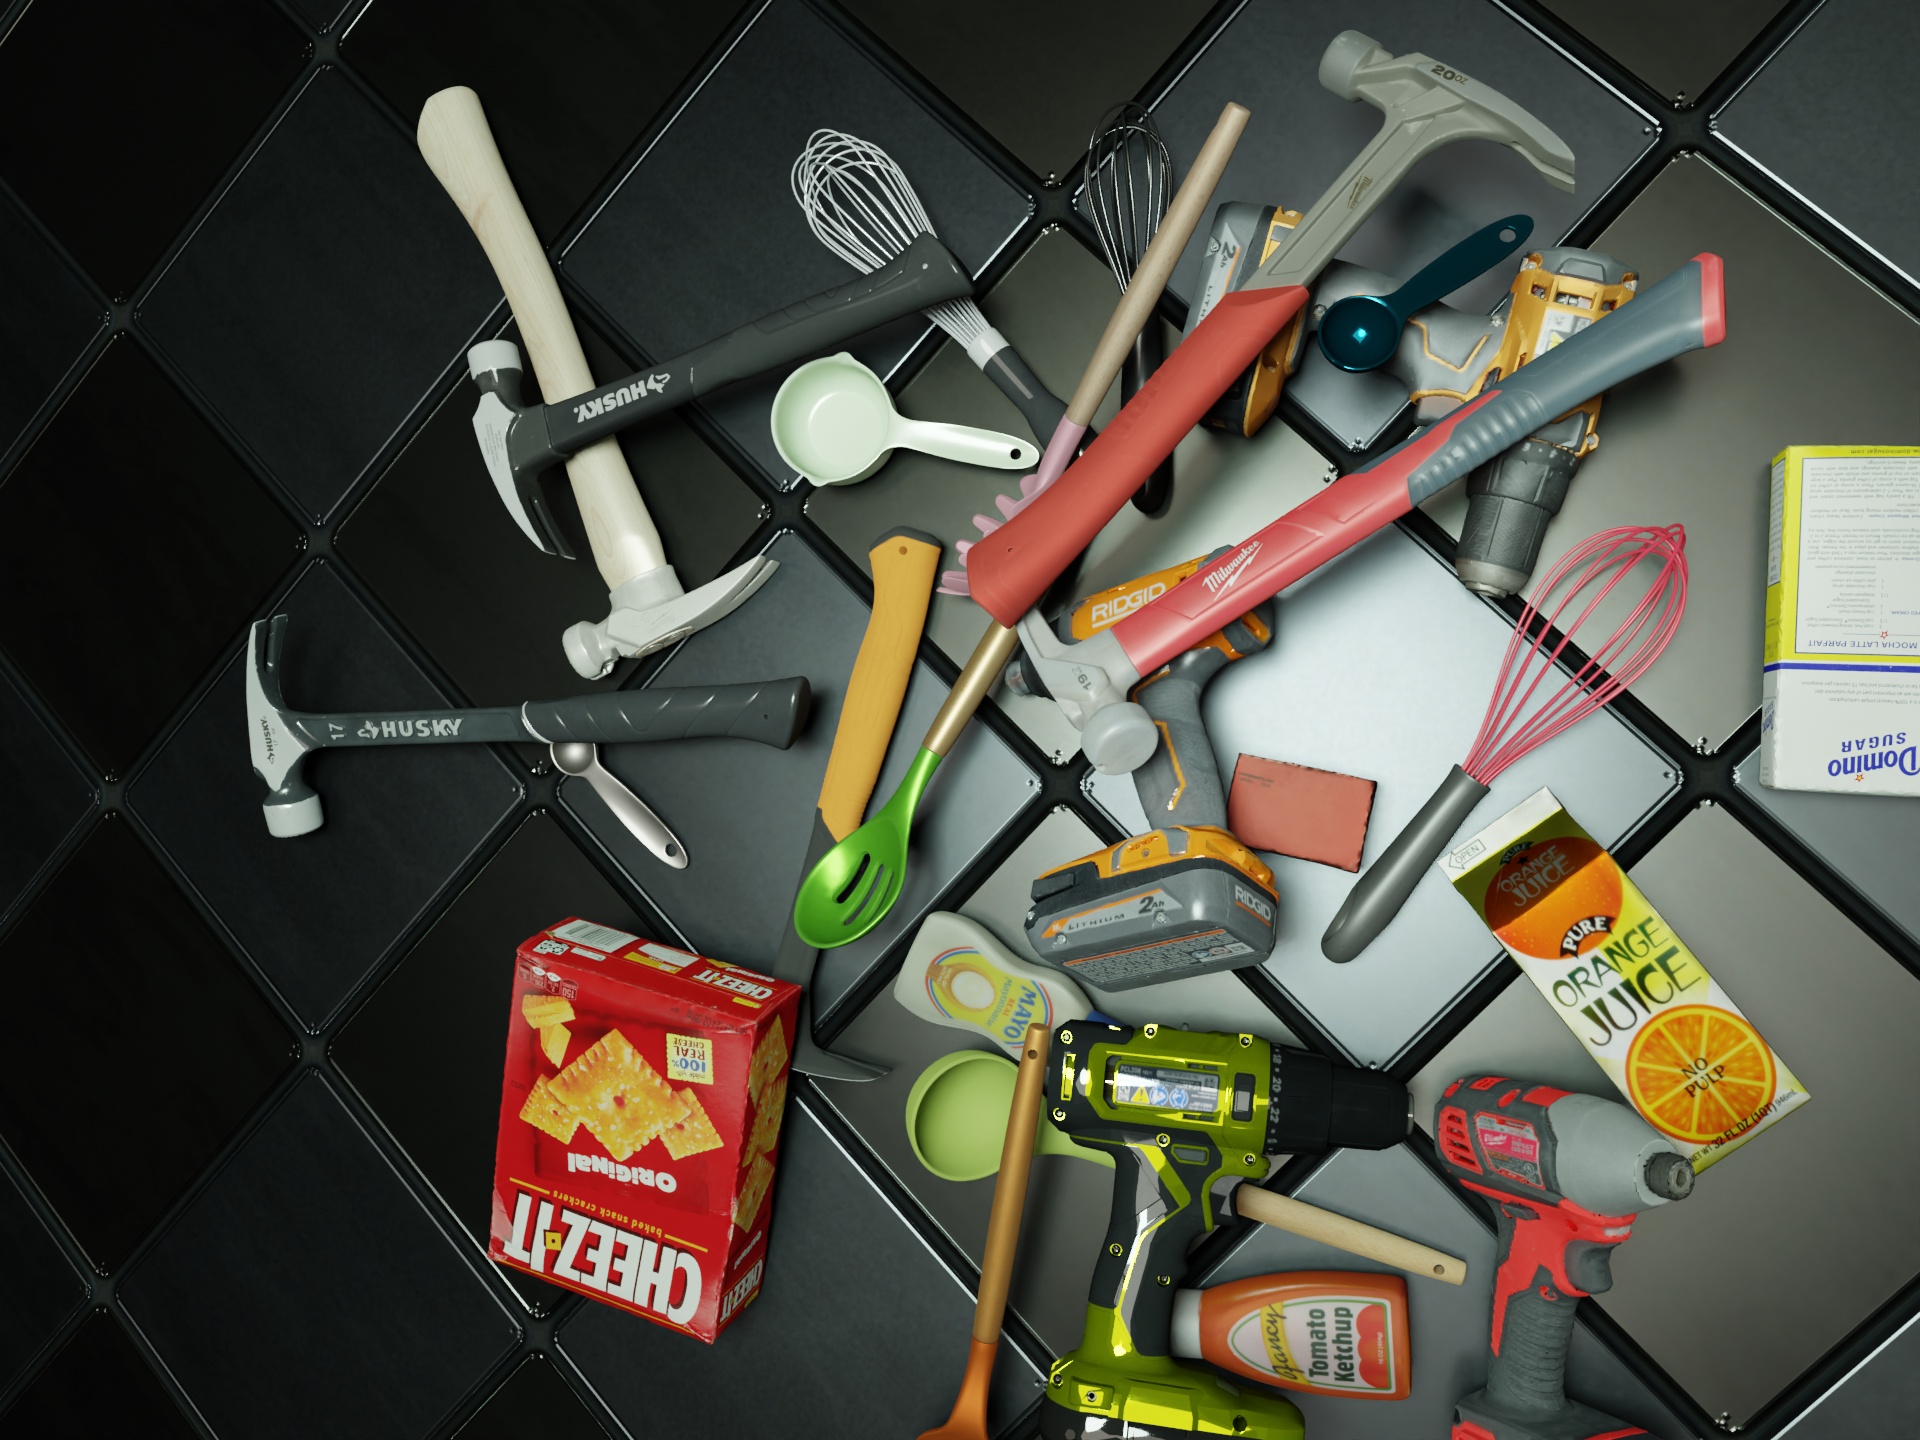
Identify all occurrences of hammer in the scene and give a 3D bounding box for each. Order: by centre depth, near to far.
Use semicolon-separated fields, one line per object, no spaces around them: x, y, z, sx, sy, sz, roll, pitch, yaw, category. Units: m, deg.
0.205;-0.125;0.812;0.386;0.038;0.143;-32;49;6;hammer
0.139;-0.184;0.813;0.359;0.036;0.149;-48;63;3;hammer
-0.146;-0.210;0.961;0.335;0.035;0.146;-17;81;19;hammer
-0.064;0.048;0.971;0.127;0.034;0.337;16;92;18;hammer
-0.285;-0.003;1.013;0.409;0.036;0.149;-3;104;18;hammer
-0.256;-0.240;1.043;0.146;0.038;0.411;-26;80;13;hammer

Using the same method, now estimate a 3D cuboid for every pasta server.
0.070;-0.193;0.881;0.040;0.060;0.316;26;121;-5;pasta server

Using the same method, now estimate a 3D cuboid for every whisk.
0.288;0.015;0.855;0.073;0.073;0.296;39;103;15;whisk
0.102;-0.241;0.931;0.055;0.055;0.239;-3;91;17;whisk
-0.003;-0.247;0.958;0.070;0.070;0.285;-42;81;11;whisk

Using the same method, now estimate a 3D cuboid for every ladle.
0.122;0.261;0.894;0.320;0.062;0.078;16;97;14;ladle

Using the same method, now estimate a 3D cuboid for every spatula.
0.020;0.322;0.901;0.081;0.041;0.322;12;100;14;spatula

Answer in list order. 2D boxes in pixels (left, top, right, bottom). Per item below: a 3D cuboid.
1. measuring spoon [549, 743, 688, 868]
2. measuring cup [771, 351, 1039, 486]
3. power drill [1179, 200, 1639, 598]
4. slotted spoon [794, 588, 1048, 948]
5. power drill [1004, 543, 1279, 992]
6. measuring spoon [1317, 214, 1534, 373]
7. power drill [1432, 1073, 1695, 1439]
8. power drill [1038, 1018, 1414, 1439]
-0.217;0.050;1.031;0.124;0.018;0.034;45;108;7;measuring spoon
-0.032;-0.173;0.974;0.167;0.038;0.083;12;91;9;measuring cup
0.233;-0.178;0.872;0.226;0.084;0.185;16;93;13;power drill
-0.001;-0.003;0.926;0.070;0.031;0.314;30;89;45;slotted spoon
0.091;0.026;0.866;0.164;0.084;0.227;-18;54;34;power drill
0.242;-0.221;0.826;0.128;0.021;0.042;-33;74;-1;measuring spoon
0.306;0.295;0.794;0.078;0.143;0.220;0;87;-25;power drill
0.134;0.278;0.837;0.190;0.080;0.228;5;80;8;power drill
